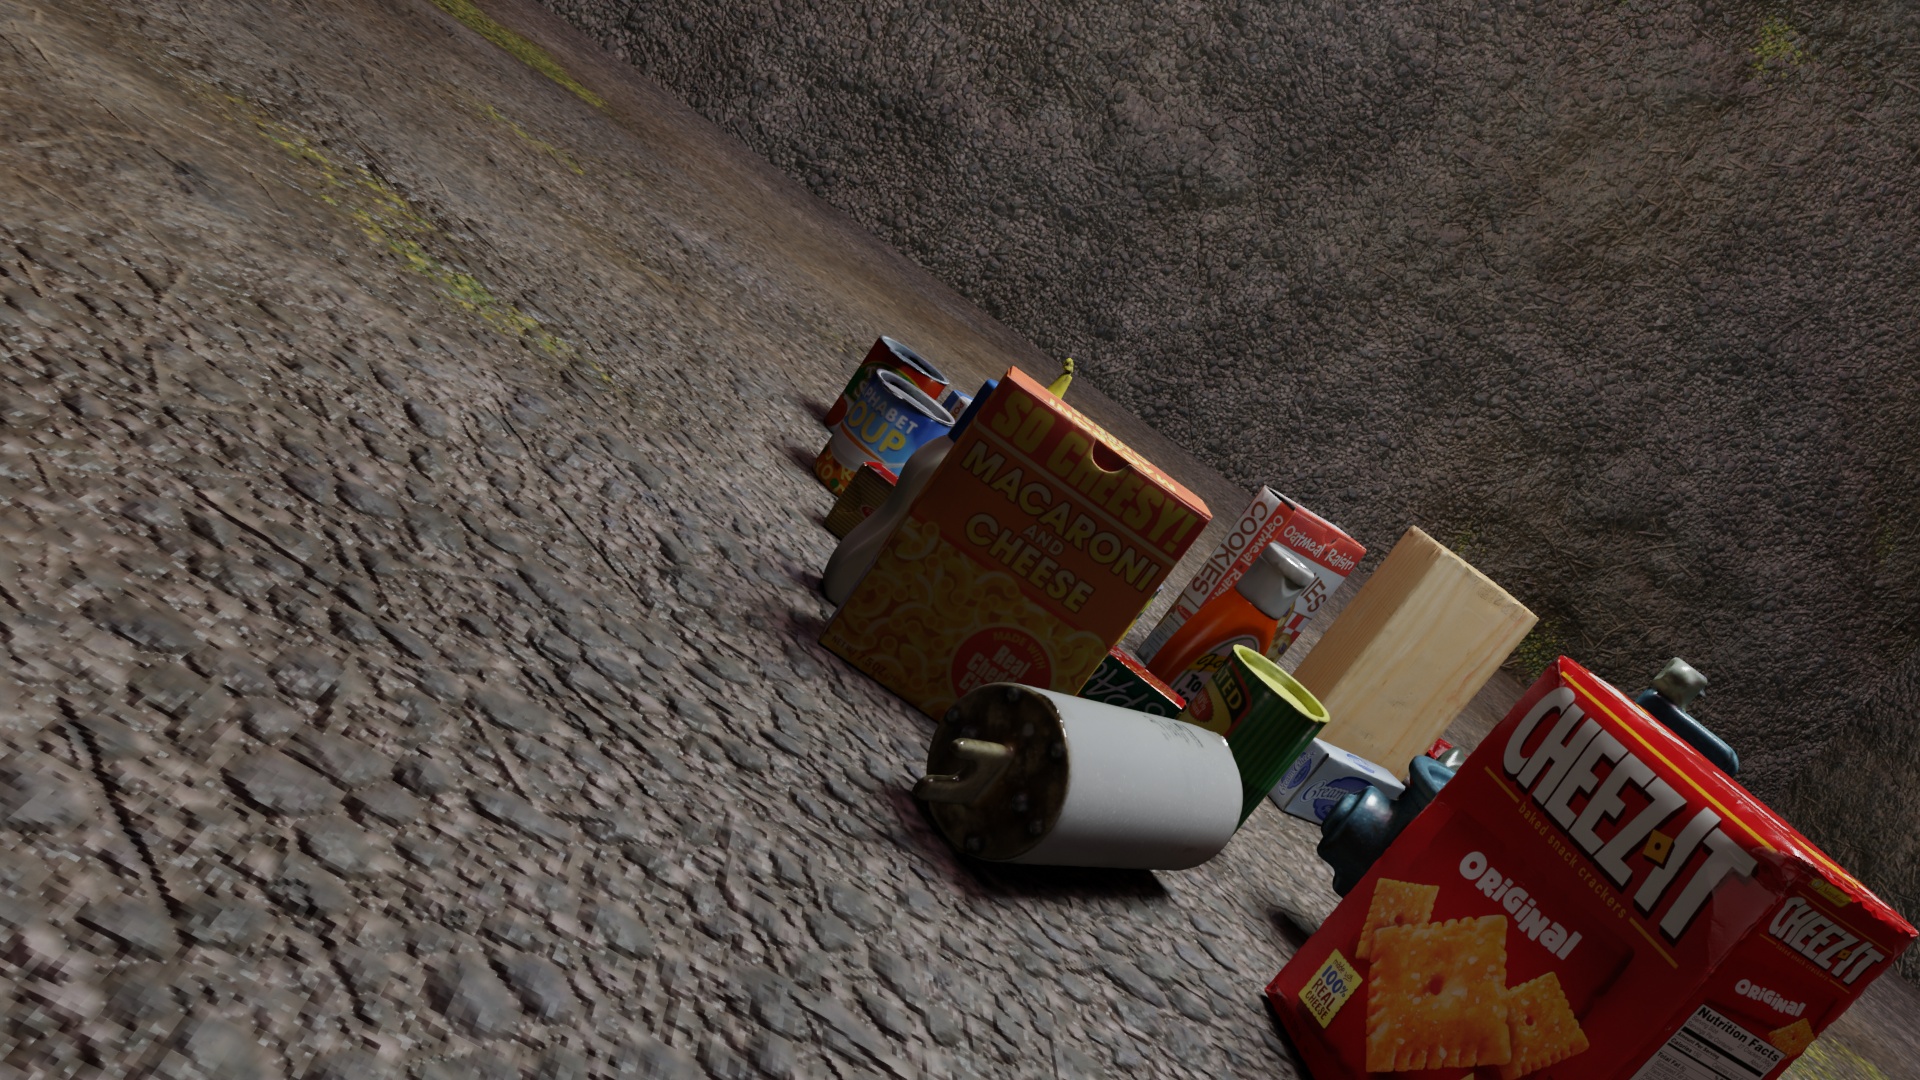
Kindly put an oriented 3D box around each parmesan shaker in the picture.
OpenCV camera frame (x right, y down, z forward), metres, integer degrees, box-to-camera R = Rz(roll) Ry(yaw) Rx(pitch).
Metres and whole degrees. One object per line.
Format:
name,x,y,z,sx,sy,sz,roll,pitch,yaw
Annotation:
parmesan shaker,0.152,0.121,0.788,0.071,0.103,0.071,34,13,-9

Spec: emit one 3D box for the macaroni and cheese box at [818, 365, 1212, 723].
macaroni and cheese box,0.027,0.016,0.700,0.124,0.166,0.040,34,13,-6

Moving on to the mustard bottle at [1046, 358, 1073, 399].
mustard bottle,0.040,-0.066,1.029,0.049,0.160,0.065,20,20,-51

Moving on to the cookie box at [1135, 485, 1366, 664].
cookie box,0.232,0.048,1.099,0.123,0.167,0.040,22,19,-46

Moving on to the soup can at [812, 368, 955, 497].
soup can,-0.055,-0.067,0.964,0.071,0.083,0.071,34,13,-9

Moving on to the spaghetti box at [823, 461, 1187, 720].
spaghetti box,0.027,0.045,0.855,0.250,0.050,0.029,38,13,9

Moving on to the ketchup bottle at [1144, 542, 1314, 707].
ketchup bottle,0.173,0.069,0.918,0.064,0.148,0.044,30,14,-25

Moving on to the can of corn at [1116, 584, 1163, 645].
can of corn,0.113,0.040,1.068,0.071,0.058,0.071,34,13,-9

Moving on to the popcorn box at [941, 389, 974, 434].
popcorn box,0.017,-0.063,1.125,0.126,0.085,0.038,20,21,-50

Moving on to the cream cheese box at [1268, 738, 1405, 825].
cream cheese box,0.267,0.177,0.989,0.104,0.053,0.024,25,16,-38

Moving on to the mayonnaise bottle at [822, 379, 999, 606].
mayonnaise bottle,-0.012,-0.019,0.762,0.065,0.147,0.041,31,13,-20

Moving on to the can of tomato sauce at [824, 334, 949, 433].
can of tomato sauce,-0.060,-0.111,1.105,0.071,0.083,0.071,34,13,-9
